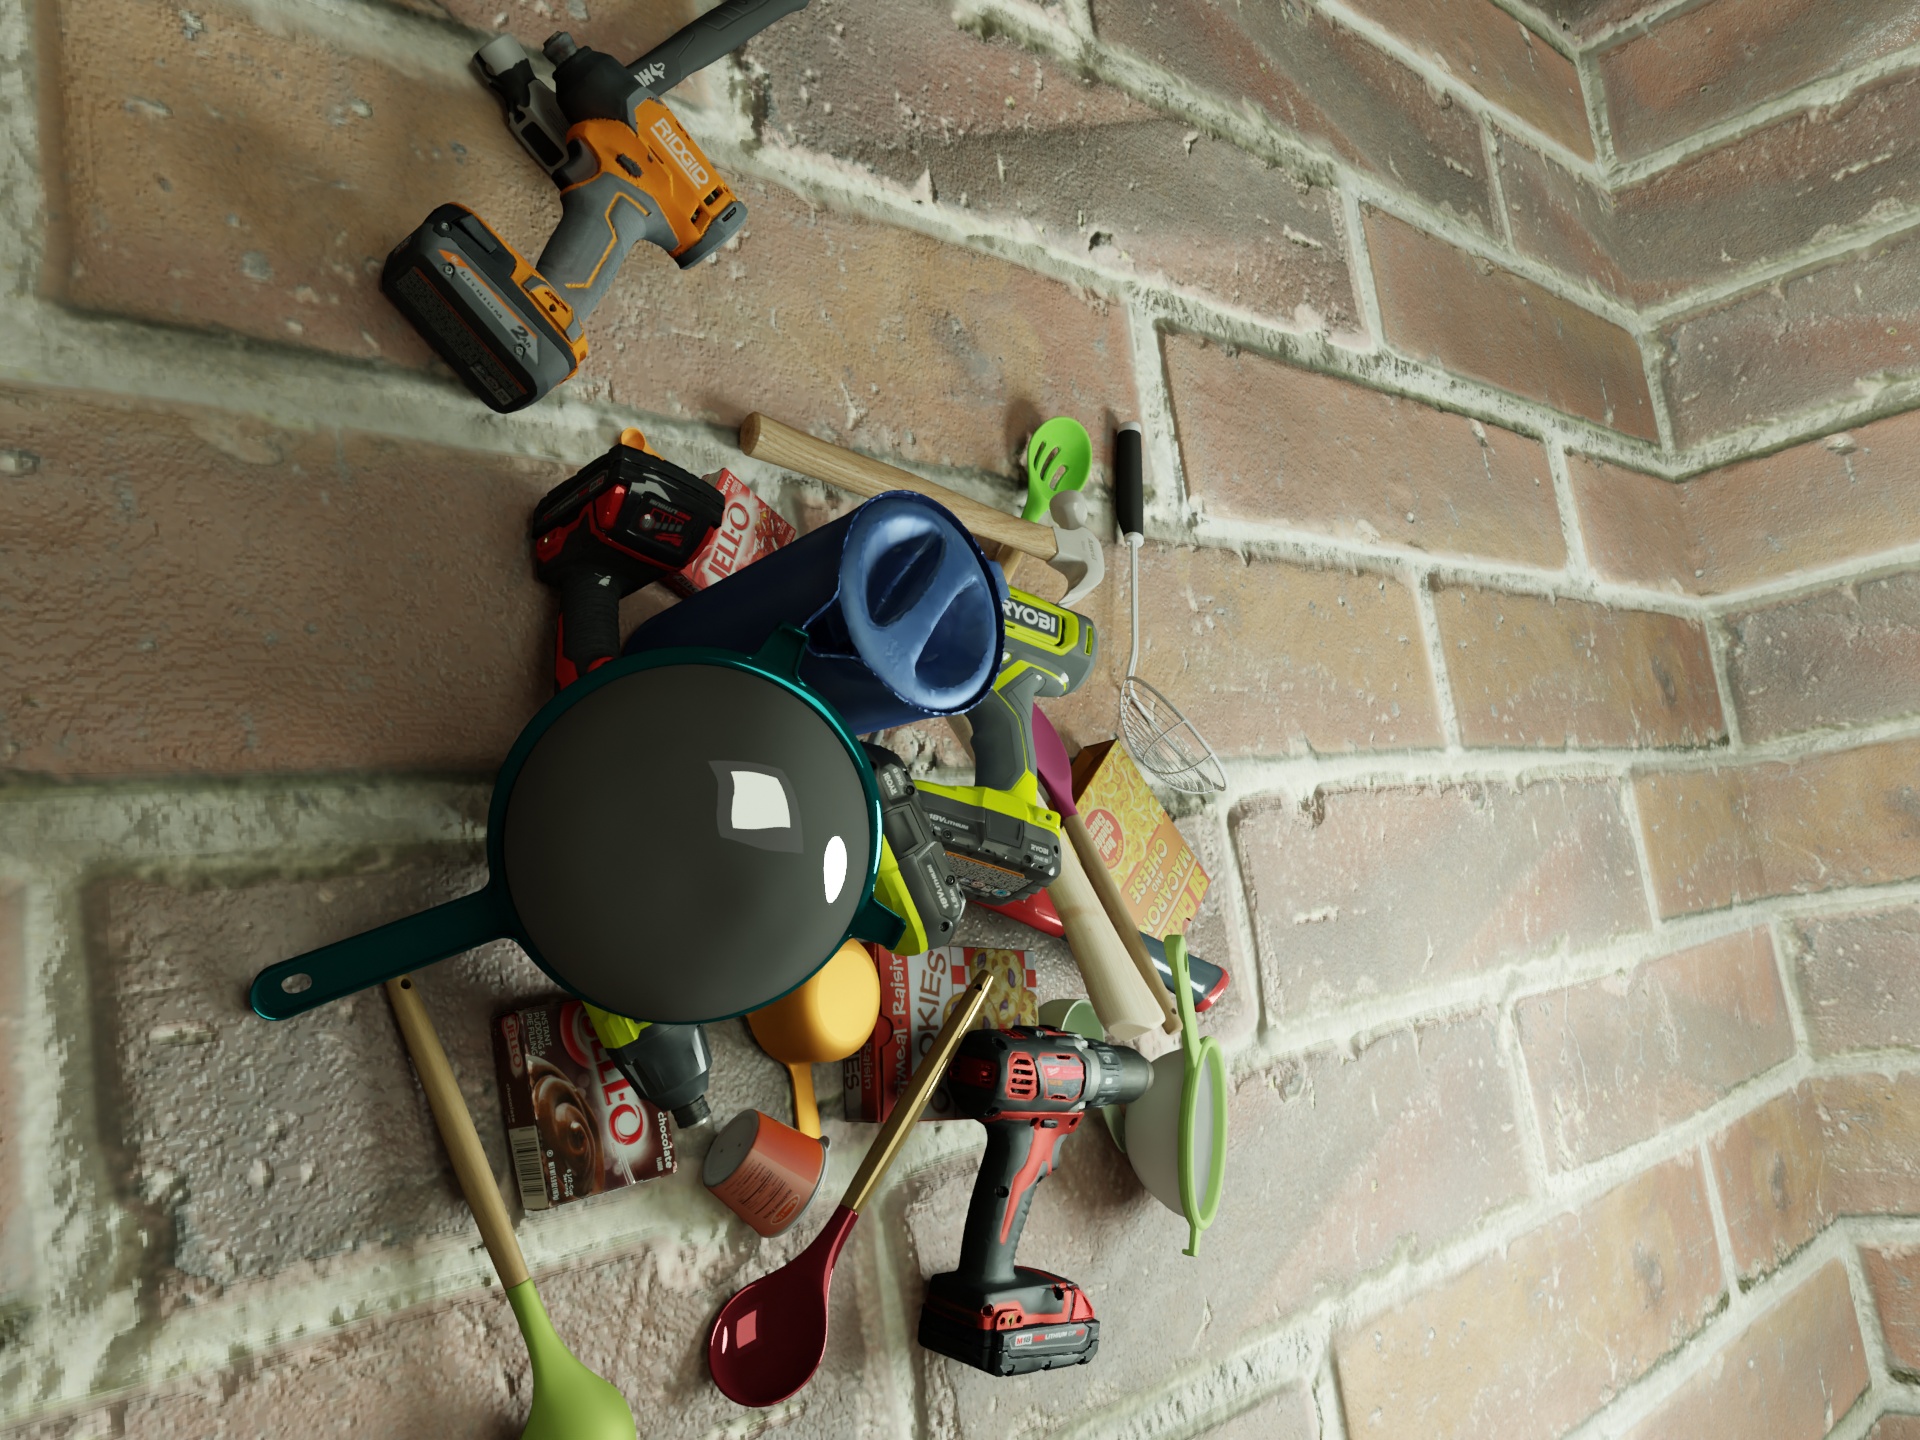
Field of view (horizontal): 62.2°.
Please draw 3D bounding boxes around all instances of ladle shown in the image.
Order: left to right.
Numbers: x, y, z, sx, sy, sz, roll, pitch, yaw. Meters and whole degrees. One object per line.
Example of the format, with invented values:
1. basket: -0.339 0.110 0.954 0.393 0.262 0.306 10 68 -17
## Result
1. ladle: -0.258 0.284 0.870 0.078 0.062 0.320 -19 86 -46
2. ladle: -0.060 0.292 1.027 0.069 0.031 0.315 29 64 8

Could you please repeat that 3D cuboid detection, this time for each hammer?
1. hammer: -0.203 -0.480 1.164 0.146 0.035 0.335 53 45 -20
2. hammer: -0.020 -0.166 1.225 0.331 0.031 0.130 16 48 -34
3. hammer: 0.042 0.045 1.187 0.146 0.038 0.411 -21 79 -48
4. hammer: 0.067 0.133 1.216 0.386 0.038 0.143 27 43 -34

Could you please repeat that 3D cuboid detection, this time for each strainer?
1. strainer: -0.196 0.093 0.809 0.340 0.095 0.211 -20 105 -9
2. strainer: 0.159 0.279 1.250 0.151 0.069 0.256 -54 138 -58

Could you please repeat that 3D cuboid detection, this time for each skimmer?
1. skimmer: 0.186 -0.109 1.422 0.127 0.090 0.364 60 28 -65

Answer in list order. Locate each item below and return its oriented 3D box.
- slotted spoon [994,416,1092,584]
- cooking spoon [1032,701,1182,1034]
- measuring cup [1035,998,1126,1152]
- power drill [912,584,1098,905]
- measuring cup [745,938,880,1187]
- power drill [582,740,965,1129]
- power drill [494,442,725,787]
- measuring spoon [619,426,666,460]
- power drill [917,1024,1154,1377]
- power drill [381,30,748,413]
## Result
1. slotted spoon: 0.041 -0.141 1.325 0.070 0.031 0.314 47 50 -26
2. cooking spoon: 0.096 0.098 1.234 0.068 0.017 0.319 8 49 -49
3. measuring cup: 0.094 0.286 1.249 0.083 0.038 0.167 -61 138 -40
4. power drill: -0.002 -0.004 1.101 0.190 0.080 0.229 19 59 -23
5. measuring cup: -0.088 0.224 1.048 0.095 0.052 0.174 0 81 -53
6. power drill: -0.118 0.121 0.941 0.223 0.080 0.171 -26 94 -24
7. power drill: -0.207 -0.043 0.944 0.078 0.143 0.220 23 60 -38
8. measuring spoon: -0.193 -0.157 1.093 0.116 0.011 0.021 46 55 -32
9. power drill: 0.061 0.330 1.125 0.187 0.080 0.227 14 80 -44
10. power drill: -0.253 -0.320 1.003 0.164 0.084 0.226 50 57 -23
